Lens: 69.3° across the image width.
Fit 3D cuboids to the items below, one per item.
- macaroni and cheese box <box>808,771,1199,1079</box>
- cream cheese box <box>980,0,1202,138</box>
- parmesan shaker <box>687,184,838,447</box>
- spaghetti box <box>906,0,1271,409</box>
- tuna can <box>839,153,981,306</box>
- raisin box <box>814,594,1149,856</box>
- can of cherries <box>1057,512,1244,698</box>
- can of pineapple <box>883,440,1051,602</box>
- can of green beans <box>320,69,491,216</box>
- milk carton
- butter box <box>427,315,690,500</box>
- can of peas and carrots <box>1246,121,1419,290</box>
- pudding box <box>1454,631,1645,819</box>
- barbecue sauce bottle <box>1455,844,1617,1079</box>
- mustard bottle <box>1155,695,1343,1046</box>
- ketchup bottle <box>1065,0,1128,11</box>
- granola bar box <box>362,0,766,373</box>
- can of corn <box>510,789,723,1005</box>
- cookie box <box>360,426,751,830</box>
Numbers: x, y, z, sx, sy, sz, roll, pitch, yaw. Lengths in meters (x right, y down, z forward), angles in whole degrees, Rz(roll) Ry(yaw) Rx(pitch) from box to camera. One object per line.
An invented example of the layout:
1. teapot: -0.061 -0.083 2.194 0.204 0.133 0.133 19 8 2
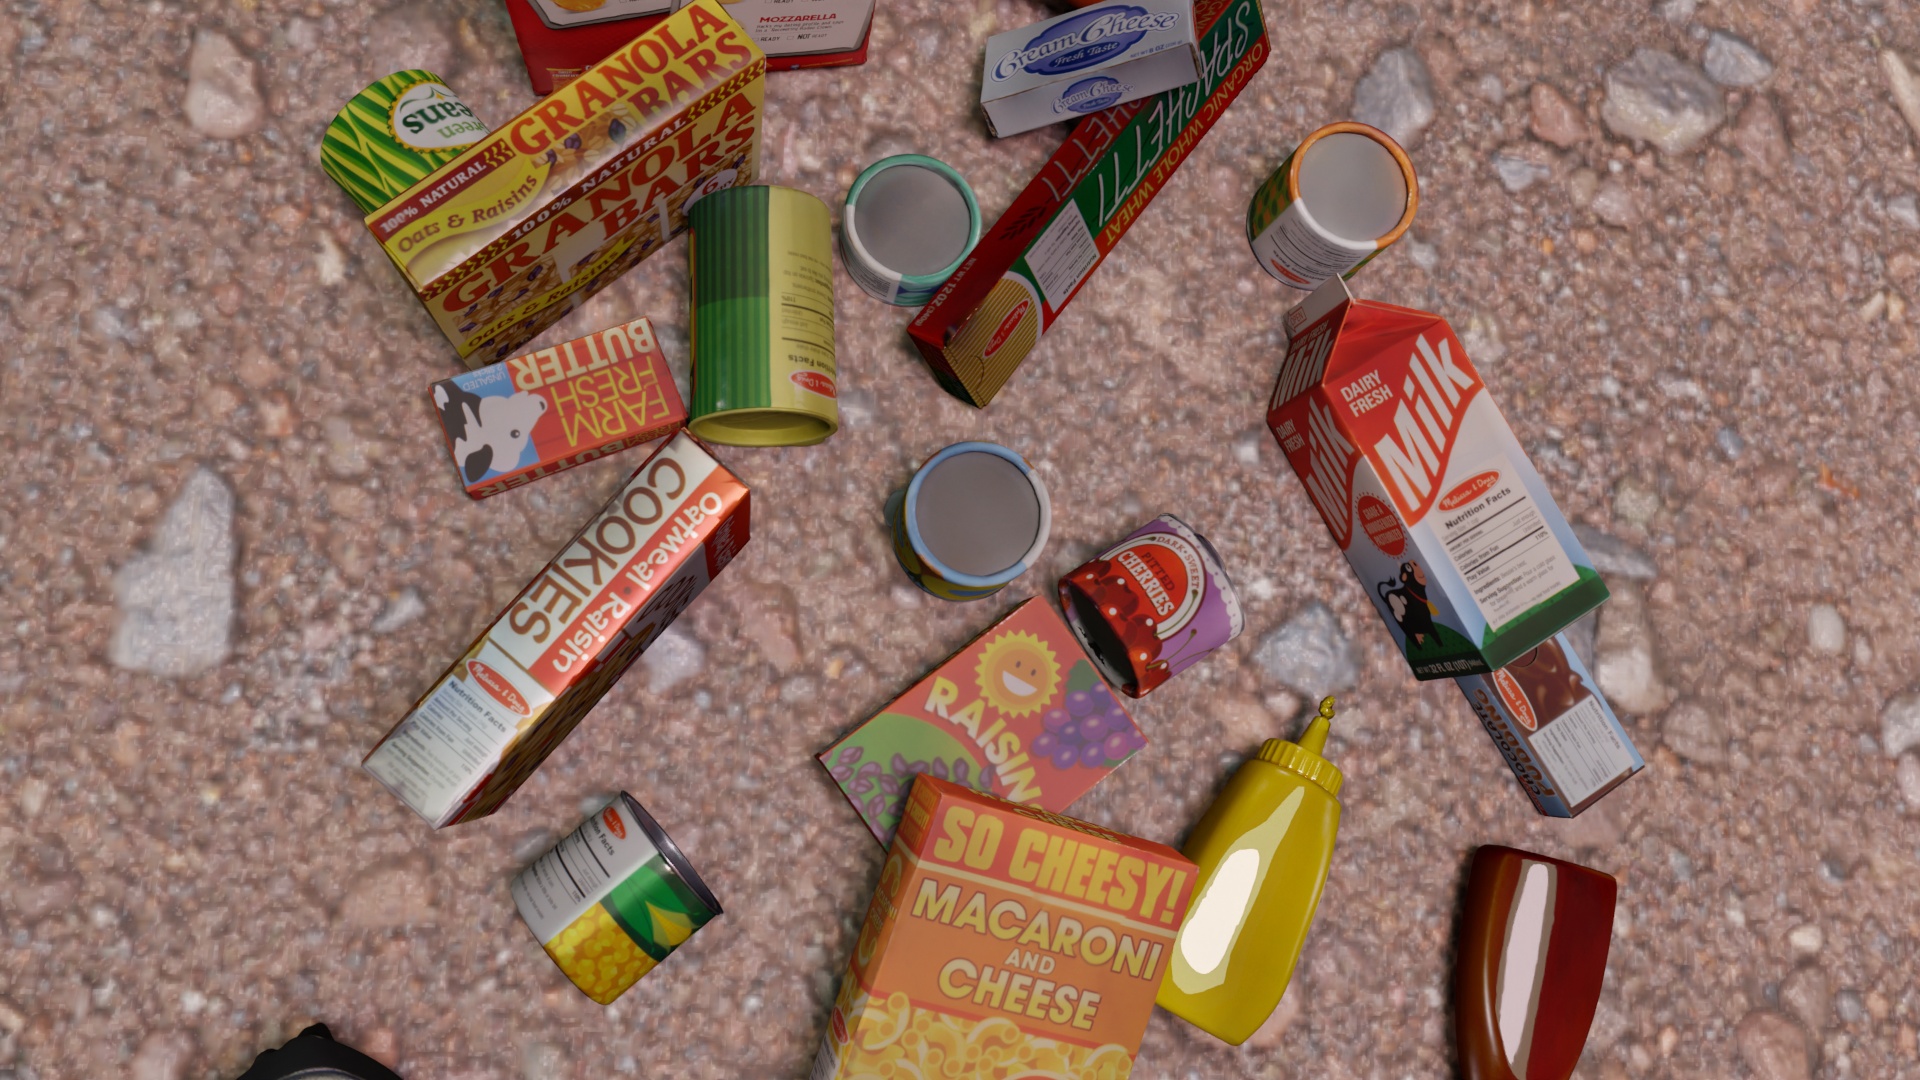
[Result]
1. macaroni and cheese box: 0.013 0.194 0.578 0.124 0.040 0.166 20 89 -17
2. cream cheese box: 0.062 -0.230 0.663 0.104 0.024 0.053 -11 52 20
3. parmesan shaker: -0.089 -0.099 0.630 0.071 0.071 0.103 -1 80 -9
4. spaghetti box: 0.068 -0.172 0.670 0.029 0.050 0.250 28 73 37
5. tuna can: -0.022 -0.149 0.663 0.071 0.032 0.071 1 80 -8
6. raisin box: 0.010 0.094 0.622 0.123 0.040 0.086 -36 87 -12
7. can of cherries: 0.085 0.029 0.629 0.058 0.071 0.071 -31 86 -12
8. can of pineapple: 0.002 -0.008 0.629 0.071 0.057 0.071 1 80 -8
9. can of green beans: -0.237 -0.165 0.616 0.071 0.071 0.058 -43 88 -13
10. milk carton: 0.213 -0.035 0.659 0.073 0.072 0.190 -29 87 -12
11. butter box: -0.180 -0.060 0.628 0.104 0.024 0.053 -20 83 -12
12. can of peas and carrots: 0.183 -0.166 0.684 0.071 0.058 0.071 1 80 -9
13. pudding box: 0.284 0.085 0.670 0.050 0.030 0.084 -30 86 -11
14. barbecue sauce bottle: 0.256 0.219 0.635 0.065 0.043 0.149 16 79 -5
15. mustard bottle: 0.136 0.142 0.628 0.065 0.048 0.160 31 76 -3
16. ketchup bottle: 0.046 -0.297 0.659 0.149 0.043 0.065 17 81 -38
17. granola bar box: -0.161 -0.148 0.595 0.166 0.124 0.039 -39 89 -13
18. can of corn: -0.142 0.150 0.577 0.058 0.071 0.071 -39 88 -12
19. cookie box: -0.154 0.037 0.564 0.040 0.122 0.168 41 77 -1
